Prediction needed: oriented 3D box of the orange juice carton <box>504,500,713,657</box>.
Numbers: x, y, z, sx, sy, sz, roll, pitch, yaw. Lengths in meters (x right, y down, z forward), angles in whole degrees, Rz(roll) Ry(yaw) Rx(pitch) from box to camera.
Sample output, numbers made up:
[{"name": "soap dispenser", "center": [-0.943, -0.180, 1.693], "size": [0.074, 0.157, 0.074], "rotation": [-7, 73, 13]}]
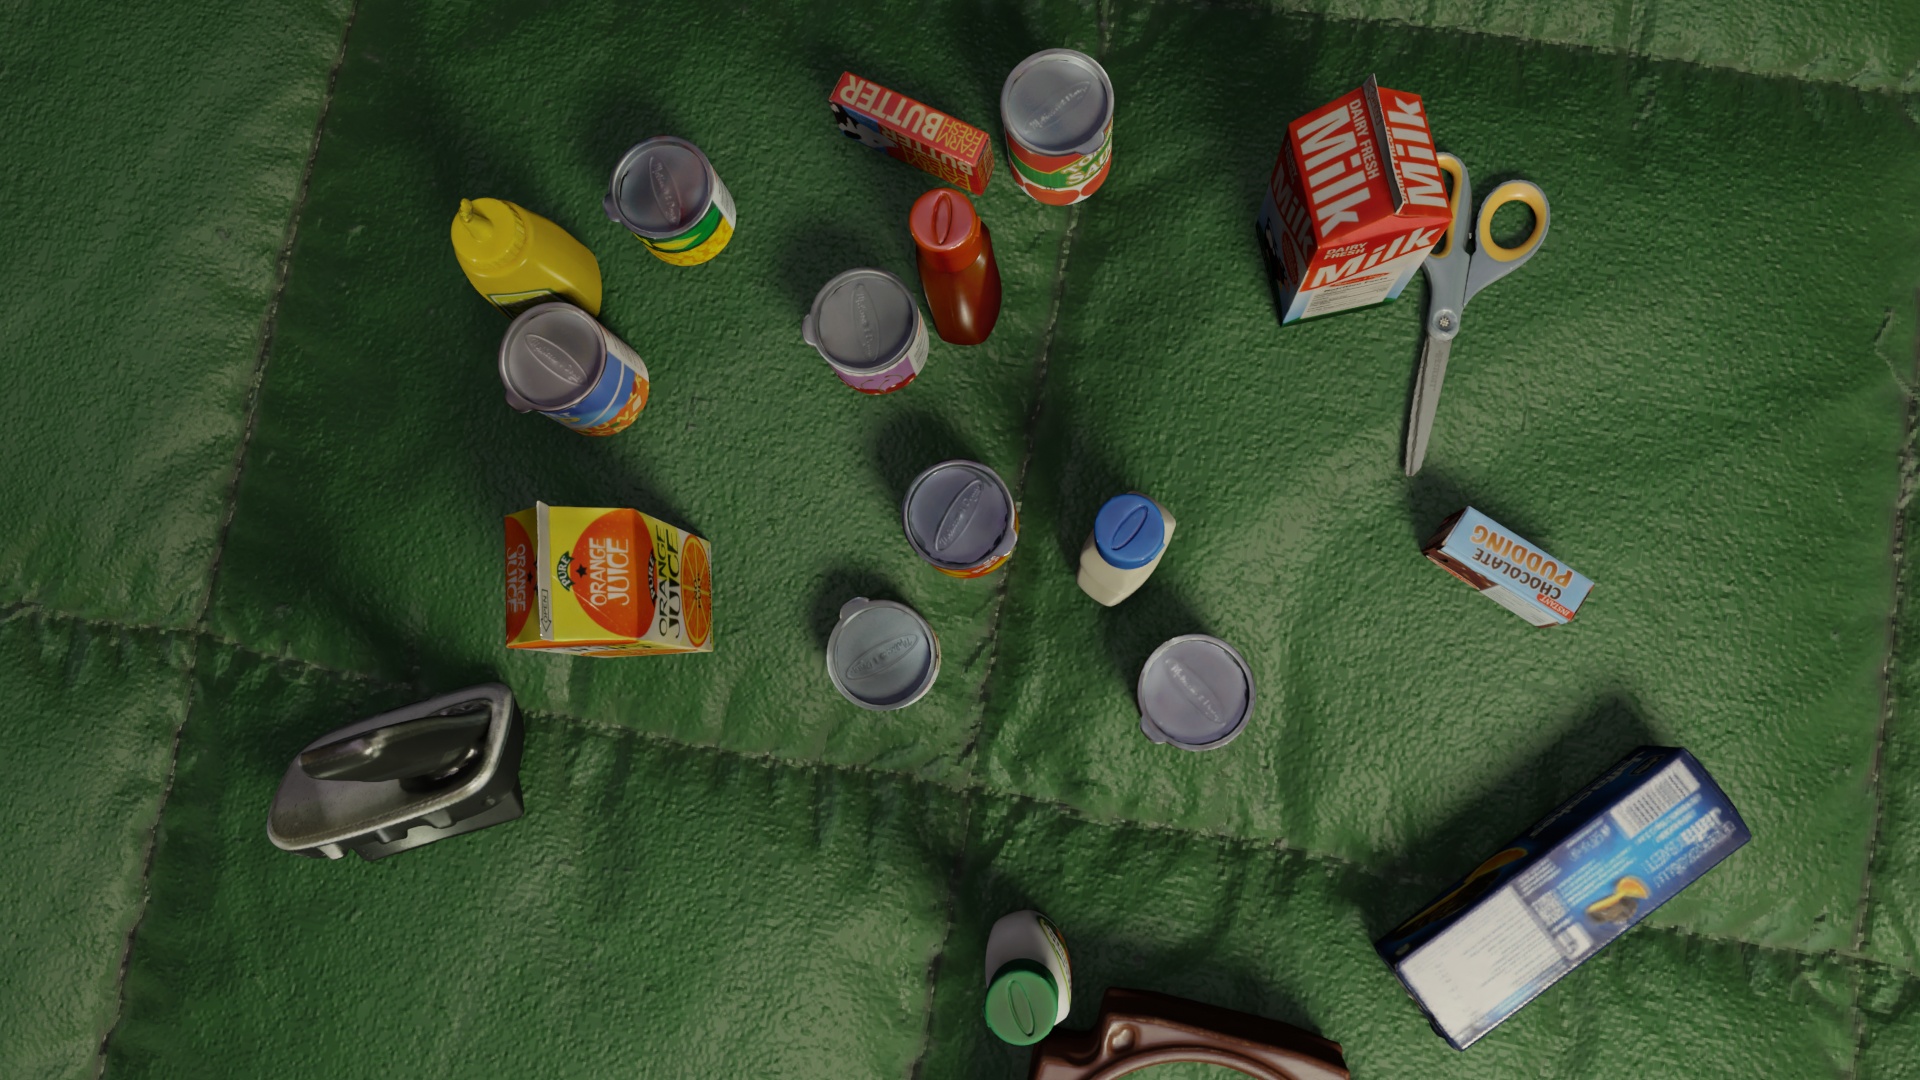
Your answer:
[{"name": "orange juice carton", "center": [-0.199, 0.025, 0.779], "size": [0.073, 0.192, 0.072], "rotation": [-4, 83, 5]}]

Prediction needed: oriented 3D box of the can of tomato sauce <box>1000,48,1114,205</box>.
[{"name": "can of tomato sauce", "center": [0.062, -0.249, 0.848], "size": [0.071, 0.083, 0.071], "rotation": [-1, 83, 5]}]

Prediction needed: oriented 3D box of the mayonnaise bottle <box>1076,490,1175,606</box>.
[{"name": "mayonnaise bottle", "center": [0.093, 0.002, 0.778], "size": [0.041, 0.148, 0.065], "rotation": [37, 88, 9]}]

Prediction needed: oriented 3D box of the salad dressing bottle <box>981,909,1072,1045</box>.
[{"name": "salad dressing bottle", "center": [0.036, 0.238, 0.752], "size": [0.044, 0.147, 0.064], "rotation": [-19, 82, 3]}]

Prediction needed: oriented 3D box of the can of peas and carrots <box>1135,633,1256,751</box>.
[{"name": "can of peas and carrots", "center": [0.133, 0.090, 0.808], "size": [0.071, 0.058, 0.071], "rotation": [-1, 83, 5]}]

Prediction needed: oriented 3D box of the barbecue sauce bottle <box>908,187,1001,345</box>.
[{"name": "barbecue sauce bottle", "center": [-0.002, -0.162, 0.809], "size": [0.044, 0.148, 0.065], "rotation": [5, 83, 6]}]

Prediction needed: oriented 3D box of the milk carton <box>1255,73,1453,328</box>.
[{"name": "milk carton", "center": [0.217, -0.184, 0.771], "size": [0.073, 0.190, 0.072], "rotation": [-12, 82, 4]}]

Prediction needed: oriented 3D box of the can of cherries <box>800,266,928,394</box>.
[{"name": "can of cherries", "center": [-0.057, -0.128, 0.855], "size": [0.071, 0.058, 0.071], "rotation": [-1, 83, 5]}]

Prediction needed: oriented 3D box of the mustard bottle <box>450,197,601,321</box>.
[{"name": "mustard bottle", "center": [-0.265, -0.168, 0.828], "size": [0.065, 0.160, 0.049], "rotation": [-6, 82, 5]}]

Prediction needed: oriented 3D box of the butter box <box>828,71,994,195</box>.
[{"name": "butter box", "center": [-0.029, -0.255, 0.872], "size": [0.103, 0.053, 0.024], "rotation": [26, 86, 8]}]

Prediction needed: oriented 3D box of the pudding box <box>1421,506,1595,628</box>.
[{"name": "pudding box", "center": [0.316, 0.016, 0.806], "size": [0.084, 0.049, 0.030], "rotation": [33, 87, 8]}]

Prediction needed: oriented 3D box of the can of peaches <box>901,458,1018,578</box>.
[{"name": "can of peaches", "center": [0.003, -0.010, 0.834], "size": [0.071, 0.058, 0.071], "rotation": [-1, 83, 5]}]

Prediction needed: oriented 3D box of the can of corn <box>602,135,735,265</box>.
[{"name": "can of corn", "center": [-0.183, -0.212, 0.878], "size": [0.071, 0.058, 0.071], "rotation": [-1, 83, 5]}]

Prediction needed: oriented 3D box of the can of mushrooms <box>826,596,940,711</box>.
[{"name": "can of mushrooms", "center": [-0.047, 0.068, 0.840], "size": [0.071, 0.033, 0.071], "rotation": [-1, 82, 5]}]

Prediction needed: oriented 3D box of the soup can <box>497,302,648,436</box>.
[{"name": "soup can", "center": [-0.238, -0.101, 0.855], "size": [0.071, 0.083, 0.071], "rotation": [-1, 83, 5]}]
